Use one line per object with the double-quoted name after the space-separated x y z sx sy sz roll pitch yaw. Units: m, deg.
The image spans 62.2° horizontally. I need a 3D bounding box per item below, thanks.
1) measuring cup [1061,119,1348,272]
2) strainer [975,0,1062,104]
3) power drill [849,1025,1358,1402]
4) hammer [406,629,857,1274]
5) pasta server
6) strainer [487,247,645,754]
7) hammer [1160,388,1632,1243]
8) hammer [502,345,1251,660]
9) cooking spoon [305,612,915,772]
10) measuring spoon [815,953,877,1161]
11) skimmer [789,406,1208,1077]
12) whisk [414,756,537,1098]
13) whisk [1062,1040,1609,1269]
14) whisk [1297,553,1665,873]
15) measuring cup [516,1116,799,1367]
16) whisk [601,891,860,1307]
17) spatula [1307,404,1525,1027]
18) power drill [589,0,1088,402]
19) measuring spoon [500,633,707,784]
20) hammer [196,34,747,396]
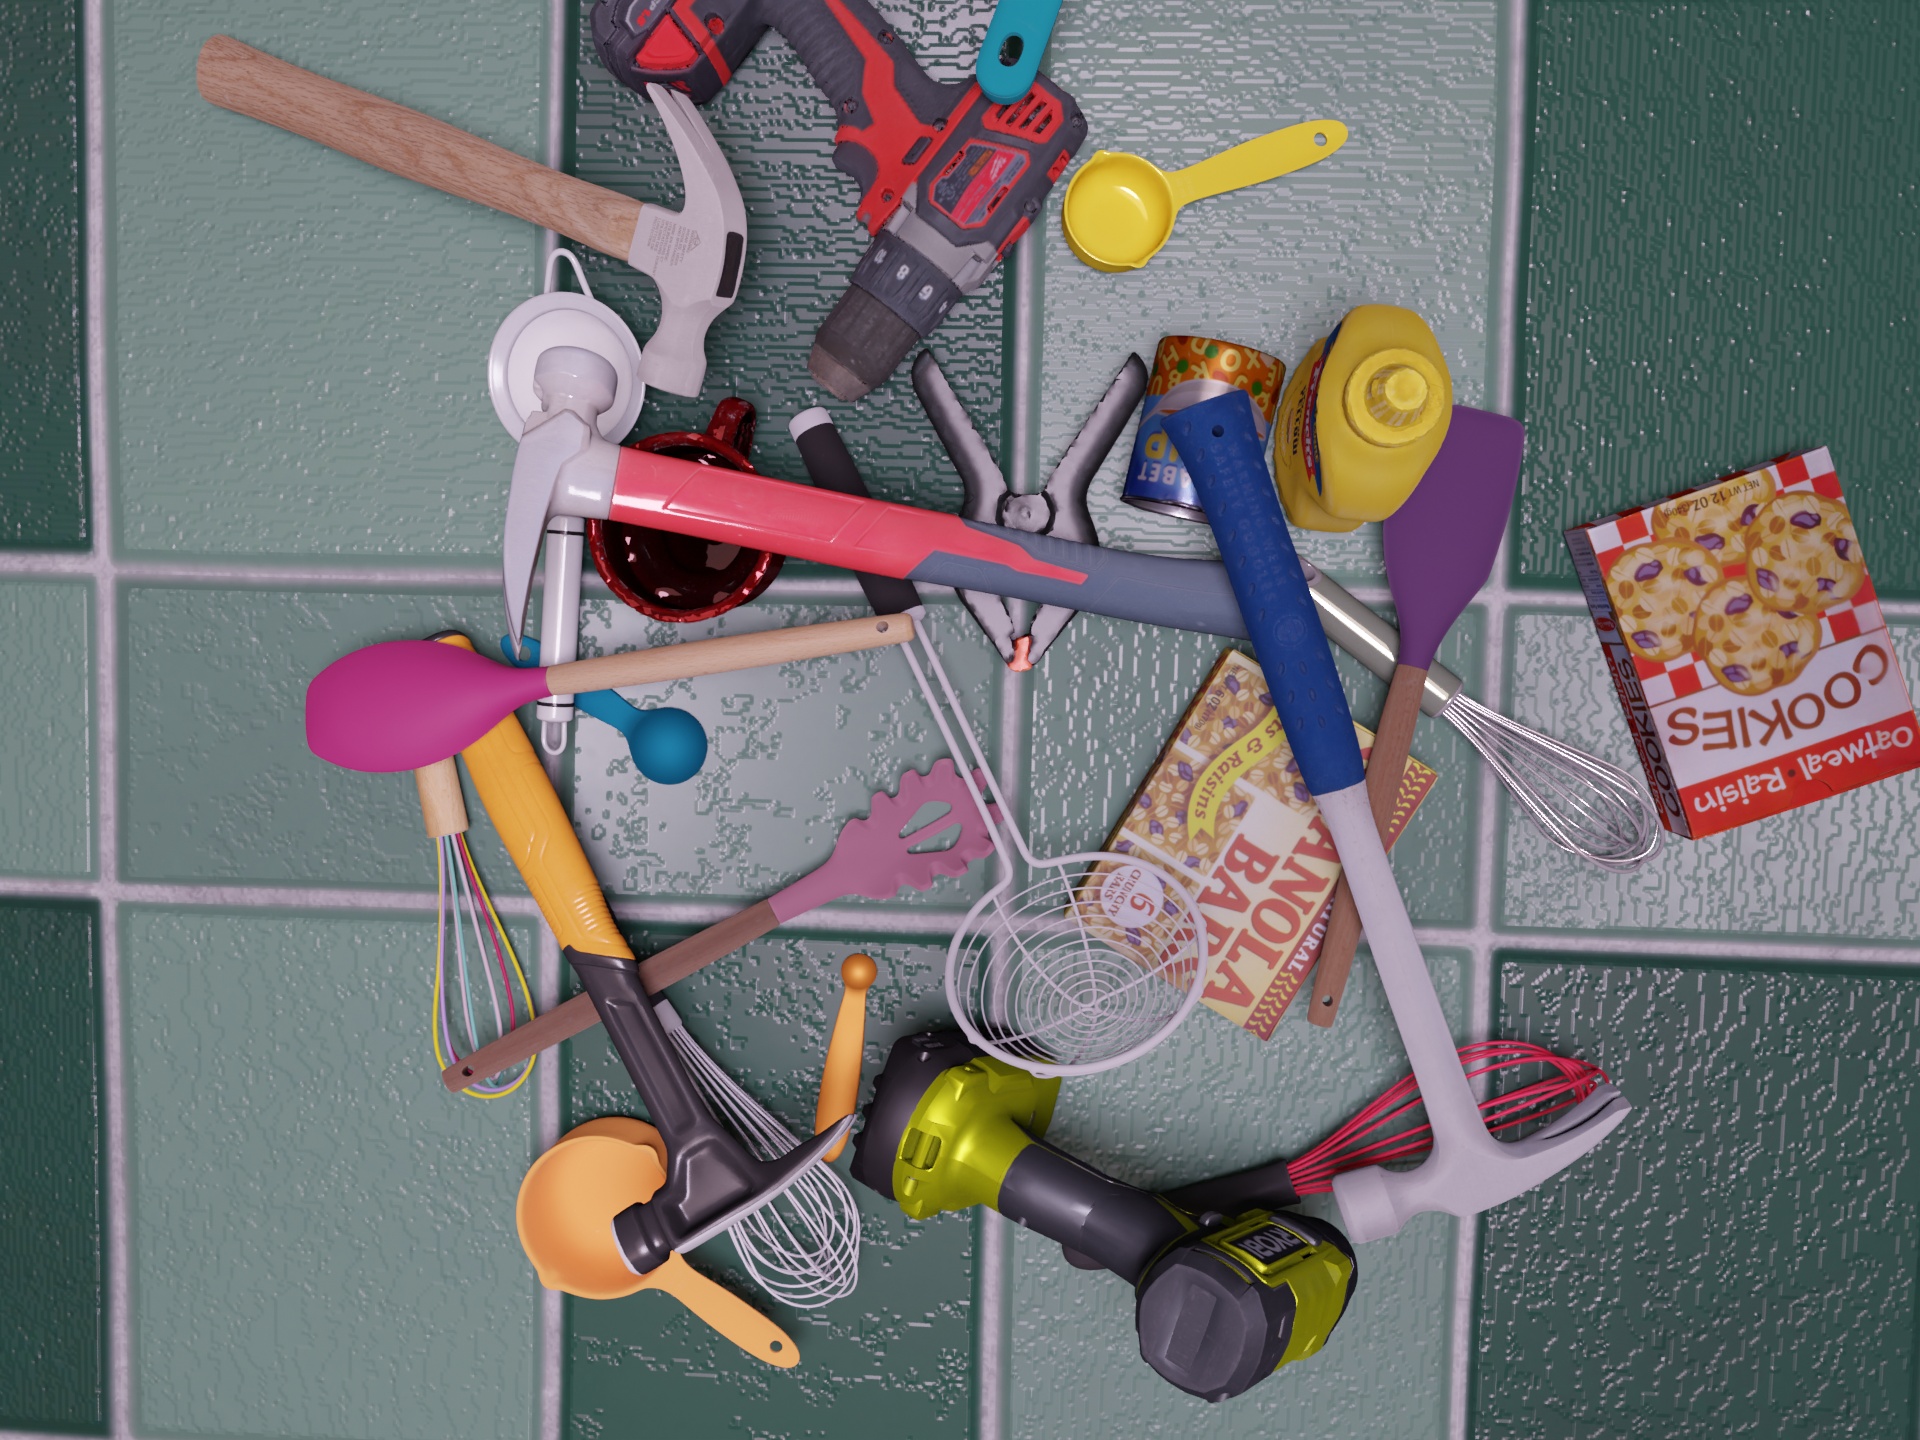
0.125 -0.274 0.817 0.156 0.029 0.062 -21 93 -7 "measuring cup"
0.081 -0.453 0.767 0.211 0.095 0.340 21 96 3 "strainer"
0.074 0.230 0.762 0.223 0.171 0.080 23 96 32 "power drill"
-0.184 0.095 0.797 0.127 0.034 0.337 -31 77 -3 "hammer"
-0.121 0.111 0.820 0.316 0.040 0.060 -27 82 -7 "pasta server"
-0.206 -0.110 0.831 0.087 0.050 0.258 6 95 11 "strainer"
0.188 0.040 0.753 0.144 0.035 0.405 -19 93 7 "hammer"
-0.016 -0.068 0.752 0.386 0.038 0.143 10 72 -13 "hammer"
-0.179 -0.024 0.791 0.319 0.017 0.069 -8 77 7 "cooking spoon"
-0.063 0.184 0.861 0.021 0.011 0.117 10 95 3 "measuring spoon"
-0.001 -0.002 0.778 0.127 0.090 0.363 -25 82 -5 "skimmer"
-0.274 0.083 0.853 0.047 0.051 0.245 -12 90 10 "whisk"
0.192 0.234 0.829 0.296 0.073 0.073 -21 93 9 "whisk"
0.255 -0.006 0.815 0.246 0.059 0.058 39 59 4 "whisk"
-0.154 0.283 0.855 0.173 0.052 0.095 37 95 -2 "measuring cup"
-0.142 0.187 0.846 0.070 0.070 0.284 -36 87 5 "whisk"
0.216 -0.002 0.790 0.060 0.018 0.316 14 90 7 "spatula"
-0.074 -0.291 0.799 0.226 0.080 0.188 38 96 -3 "power drill"
-0.194 -0.009 0.850 0.128 0.021 0.042 32 95 1 "measuring spoon"
-0.249 -0.279 0.788 0.331 0.031 0.130 25 107 17 "hammer"
